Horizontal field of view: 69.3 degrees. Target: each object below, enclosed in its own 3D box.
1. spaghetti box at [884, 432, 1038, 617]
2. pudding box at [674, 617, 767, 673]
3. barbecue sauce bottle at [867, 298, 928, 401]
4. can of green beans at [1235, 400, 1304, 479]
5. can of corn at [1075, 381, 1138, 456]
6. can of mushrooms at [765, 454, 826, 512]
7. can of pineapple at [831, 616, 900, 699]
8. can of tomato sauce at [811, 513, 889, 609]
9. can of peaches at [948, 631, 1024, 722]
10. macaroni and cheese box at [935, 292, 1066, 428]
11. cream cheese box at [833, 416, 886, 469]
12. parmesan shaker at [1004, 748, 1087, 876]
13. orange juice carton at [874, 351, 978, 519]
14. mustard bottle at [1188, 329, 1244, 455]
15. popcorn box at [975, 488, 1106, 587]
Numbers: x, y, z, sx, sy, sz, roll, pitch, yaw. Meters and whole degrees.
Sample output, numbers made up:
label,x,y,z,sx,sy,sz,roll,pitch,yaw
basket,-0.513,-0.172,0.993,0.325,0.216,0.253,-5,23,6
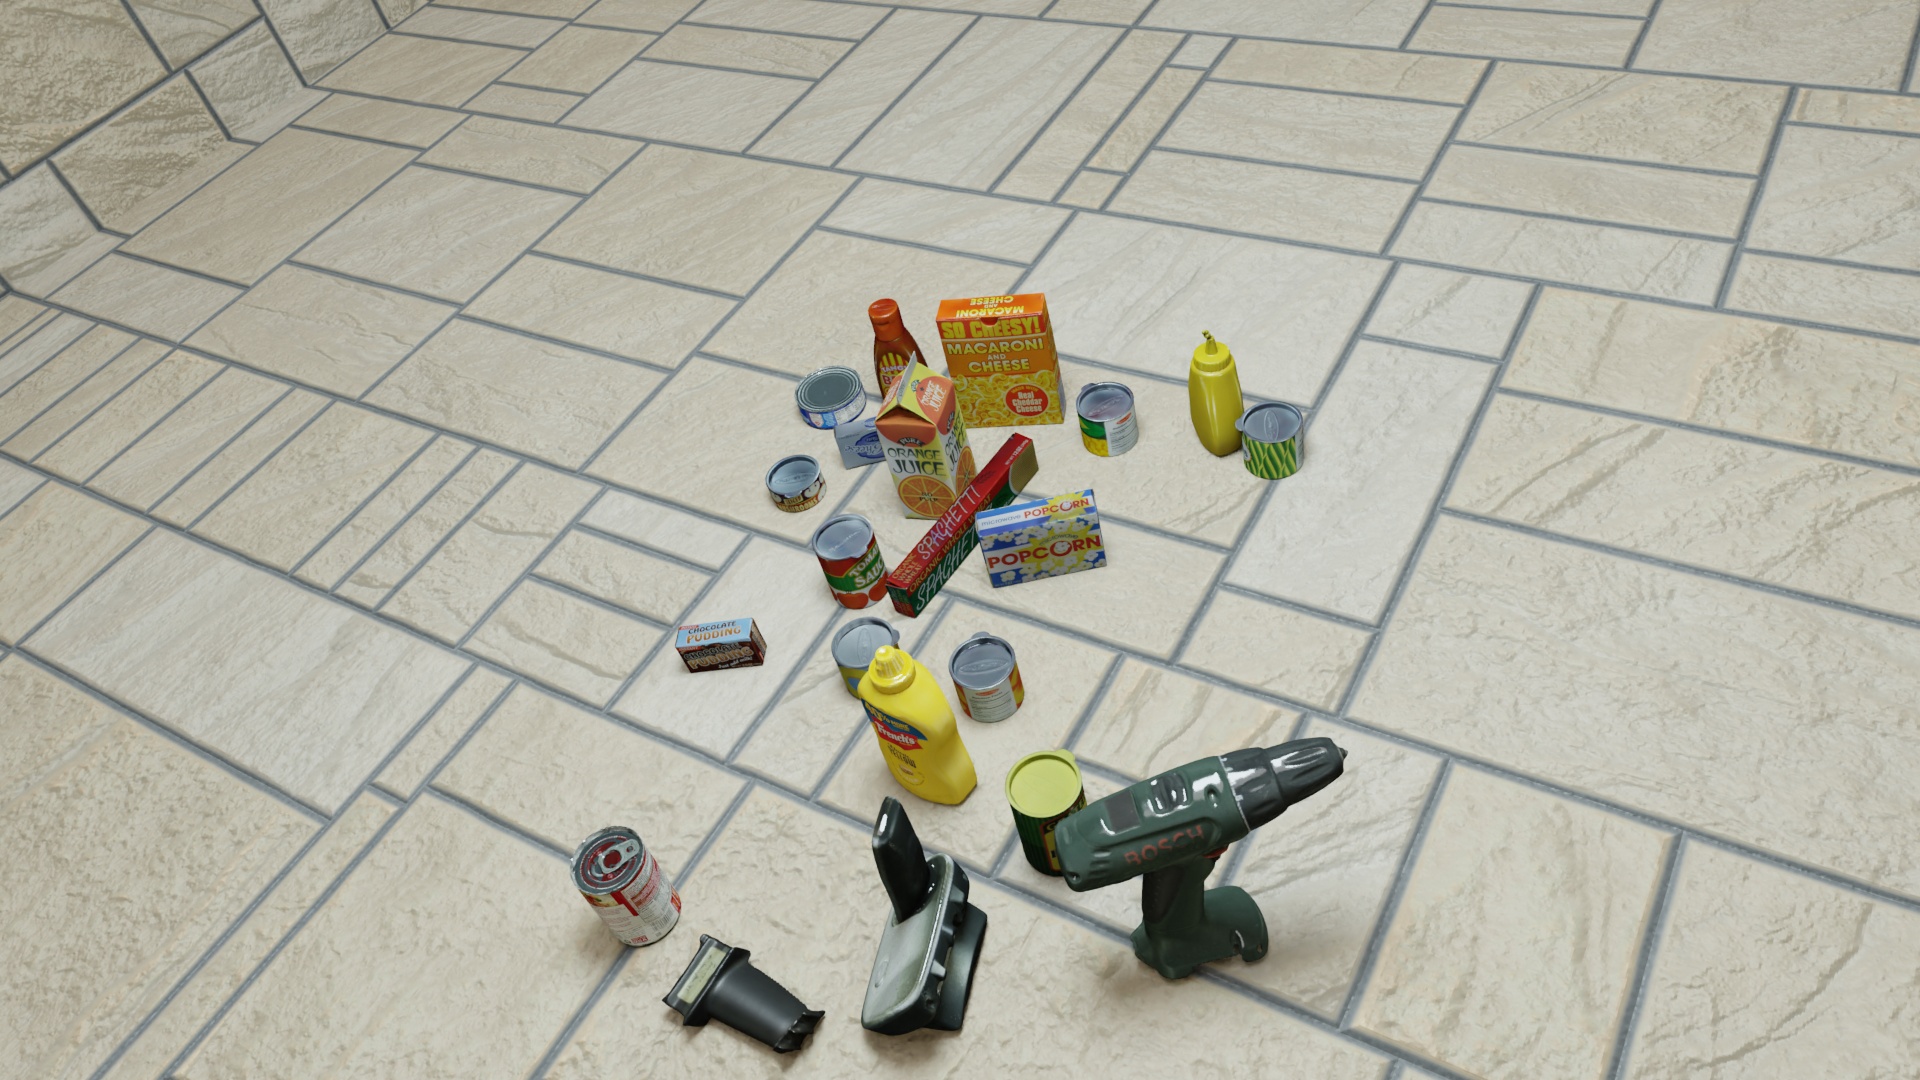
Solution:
label,x,y,z,sx,sy,sz,roll,pitch,yaw
spaghetti box,0.005,-0.019,1.518,0.029,0.050,0.251,21,56,31
pudding box,-0.252,0.110,1.466,0.084,0.049,0.030,-7,46,9
barbecue sauce bottle,-0.076,-0.222,1.665,0.065,0.147,0.044,-2,47,13
can of green beans,0.339,-0.109,1.508,0.071,0.057,0.071,-8,46,8
can of corn,0.166,-0.139,1.583,0.071,0.058,0.071,-8,46,8
can of mushrooms,-0.193,-0.065,1.628,0.071,0.033,0.071,-8,46,8
can of pineapple,-0.090,0.120,1.406,0.071,0.057,0.071,-8,46,8
can of tomato sauce,-0.115,0.024,1.487,0.071,0.082,0.071,-8,46,8
can of peaches,0.026,0.134,1.361,0.071,0.057,0.071,-8,46,8
macaroni and cheese box,0.049,-0.204,1.602,0.124,0.165,0.040,-2,47,14
cream cheese box,-0.093,-0.121,1.640,0.104,0.053,0.024,-13,45,3
parmesan shaker,0.082,0.238,1.215,0.071,0.102,0.072,-8,46,8
orange juice carton,-0.039,-0.112,1.519,0.073,0.191,0.072,4,49,19
mustard bottle,0.277,-0.166,1.507,0.049,0.159,0.065,-25,46,-8
popcorn box,0.085,-0.001,1.455,0.127,0.084,0.038,-12,45,4
